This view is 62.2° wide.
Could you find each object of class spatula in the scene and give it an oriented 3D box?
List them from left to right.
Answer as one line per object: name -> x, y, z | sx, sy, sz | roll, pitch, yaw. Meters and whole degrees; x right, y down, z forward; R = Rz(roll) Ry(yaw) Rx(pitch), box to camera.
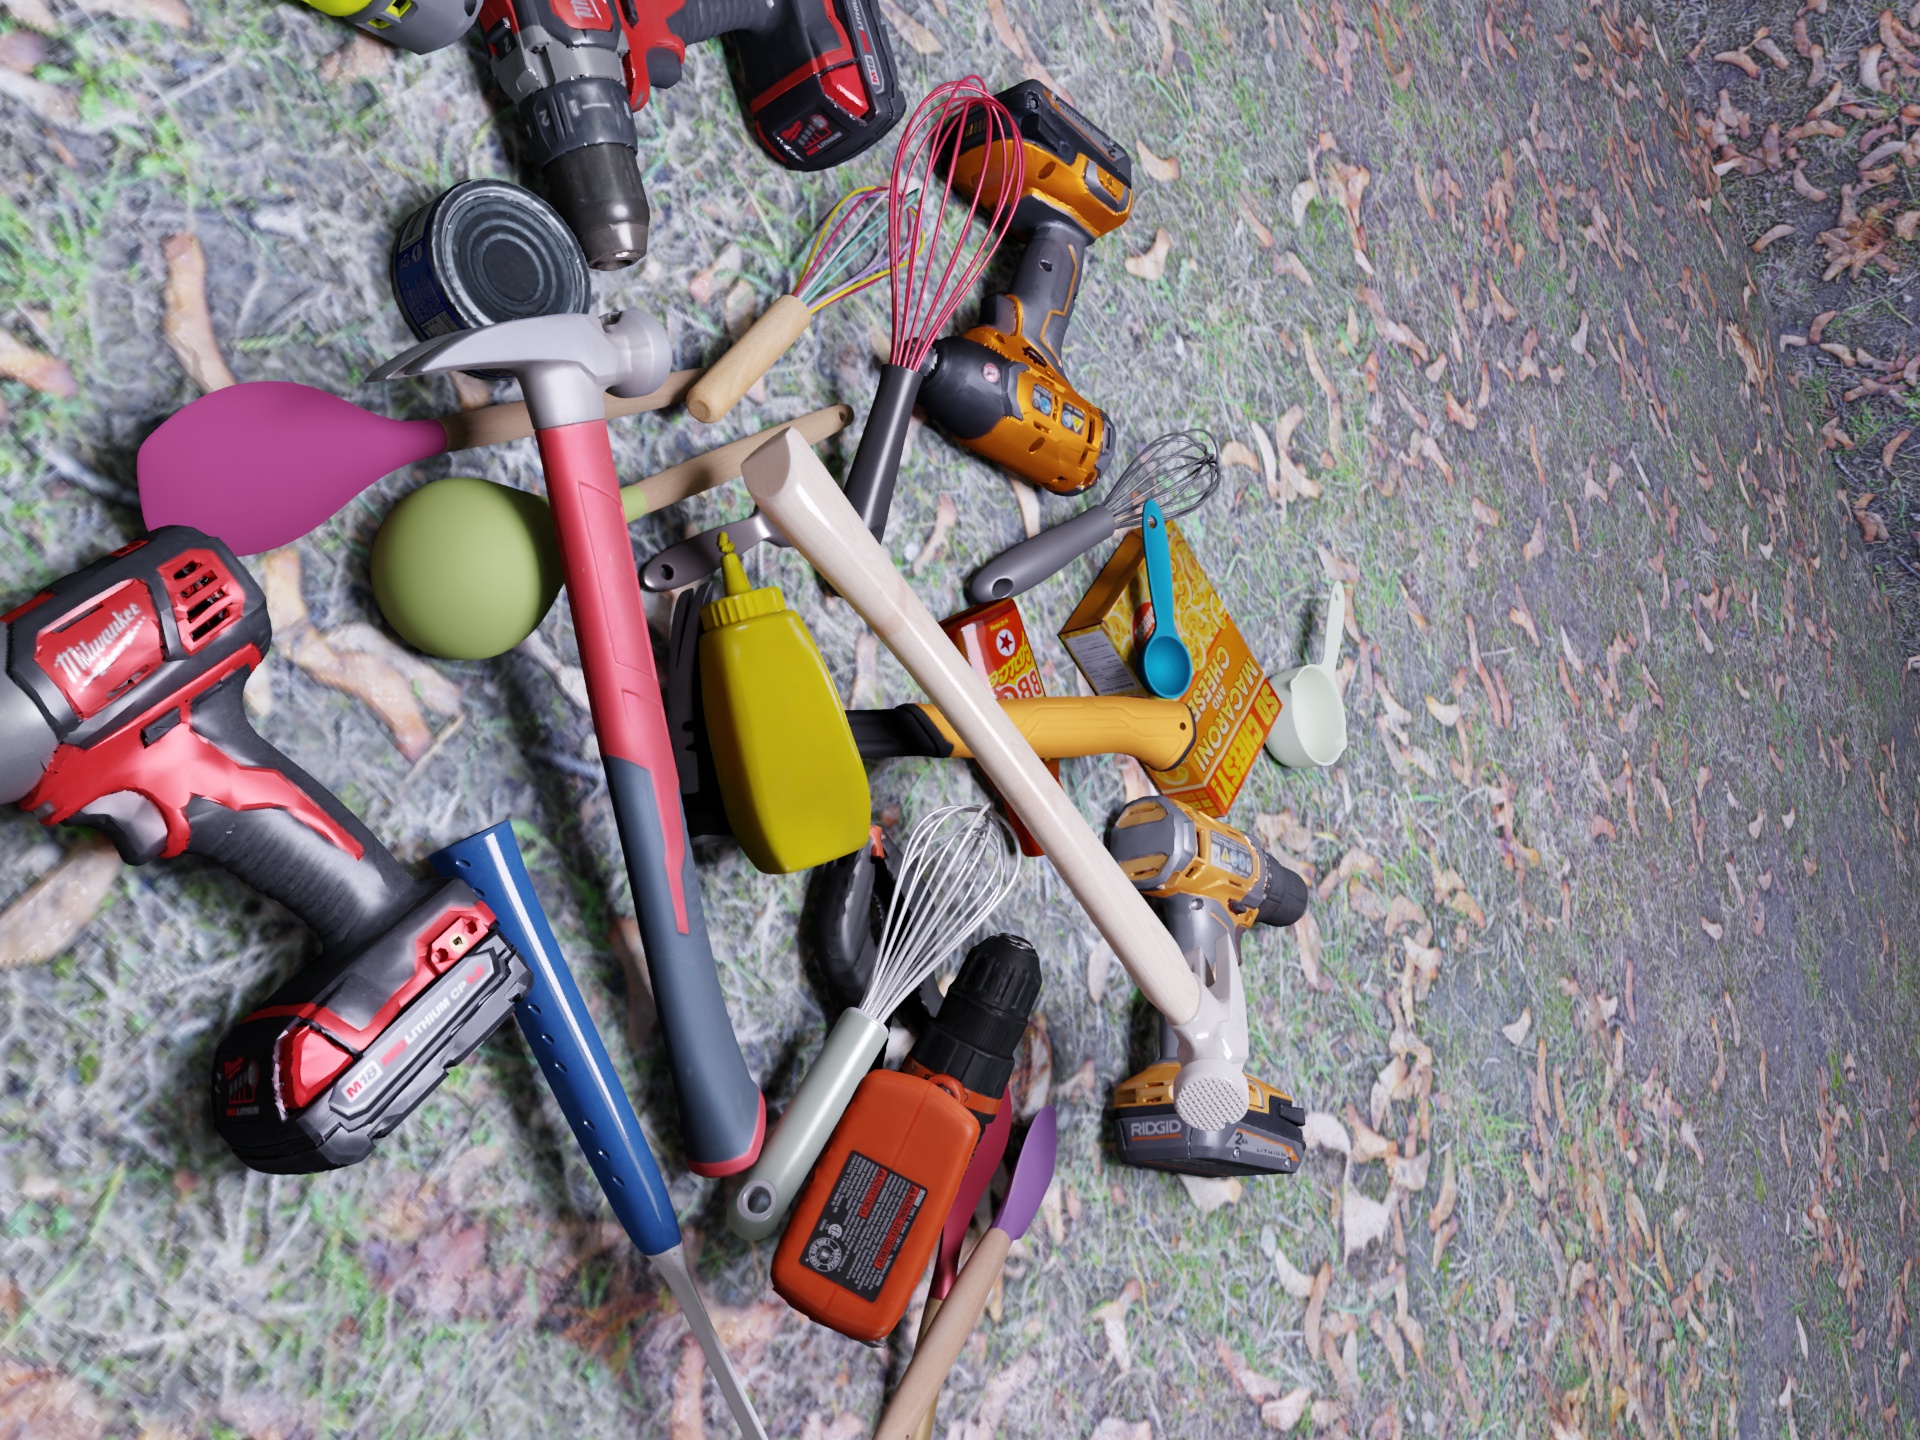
spatula -> 0.012, 0.266, 0.782 | 0.316, 0.018, 0.059 | -32, 124, -71

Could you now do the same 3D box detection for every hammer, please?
hammer -> -0.147, 0.025, 0.682 | 0.143, 0.038, 0.386 | -30, 114, -57
hammer -> -0.119, 0.231, 0.673 | 0.035, 0.144, 0.405 | -27, 95, -36
hammer -> -0.001, -0.003, 0.863 | 0.336, 0.034, 0.127 | 0, 83, -36
hammer -> 0.029, 0.022, 0.814 | 0.410, 0.038, 0.146 | 53, 21, -18

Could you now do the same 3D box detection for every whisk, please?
whisk -> -0.078, -0.231, 0.865 | 0.047, 0.051, 0.245 | 60, 41, -29
whisk -> -0.042, 0.141, 0.780 | 0.058, 0.059, 0.246 | 28, 67, 9
whisk -> -0.026, -0.209, 0.871 | 0.073, 0.073, 0.296 | 17, 88, -45
whisk -> 0.090, -0.129, 1.017 | 0.239, 0.055, 0.055 | -33, 106, -35

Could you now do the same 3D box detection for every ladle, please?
ladle -> -0.151, -0.111, 0.777 | 0.320, 0.062, 0.078 | -38, 111, -53
ladle -> -0.017, 0.318, 0.802 | 0.069, 0.031, 0.315 | 30, 67, -50

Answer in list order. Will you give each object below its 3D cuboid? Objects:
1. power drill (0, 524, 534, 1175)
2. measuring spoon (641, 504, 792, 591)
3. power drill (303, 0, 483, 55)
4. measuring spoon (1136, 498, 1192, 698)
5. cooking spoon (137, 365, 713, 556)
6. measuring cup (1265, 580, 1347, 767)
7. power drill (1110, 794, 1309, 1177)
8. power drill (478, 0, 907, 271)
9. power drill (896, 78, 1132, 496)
power drill -> -0.271, 0.052, 0.574 | 0.219, 0.078, 0.143 | 58, 45, -17
measuring spoon -> -0.116, -0.093, 0.818 | 0.124, 0.018, 0.034 | -36, 104, -46
power drill -> -0.289, -0.420, 0.665 | 0.190, 0.080, 0.228 | 12, 74, -46
measuring spoon -> 0.122, -0.076, 1.011 | 0.042, 0.021, 0.129 | 0, 82, -38
cooking spoon -> -0.213, -0.131, 0.710 | 0.319, 0.017, 0.068 | -29, 130, -51
measuring cup -> 0.265, -0.038, 1.212 | 0.083, 0.038, 0.168 | 42, 51, -33
power drill -> 0.171, 0.176, 1.029 | 0.185, 0.084, 0.226 | 24, 59, -44
power drill -> -0.135, -0.327, 0.813 | 0.226, 0.080, 0.188 | -19, 95, -45
power drill -> 0.032, -0.269, 0.980 | 0.164, 0.084, 0.227 | 19, 71, -44
